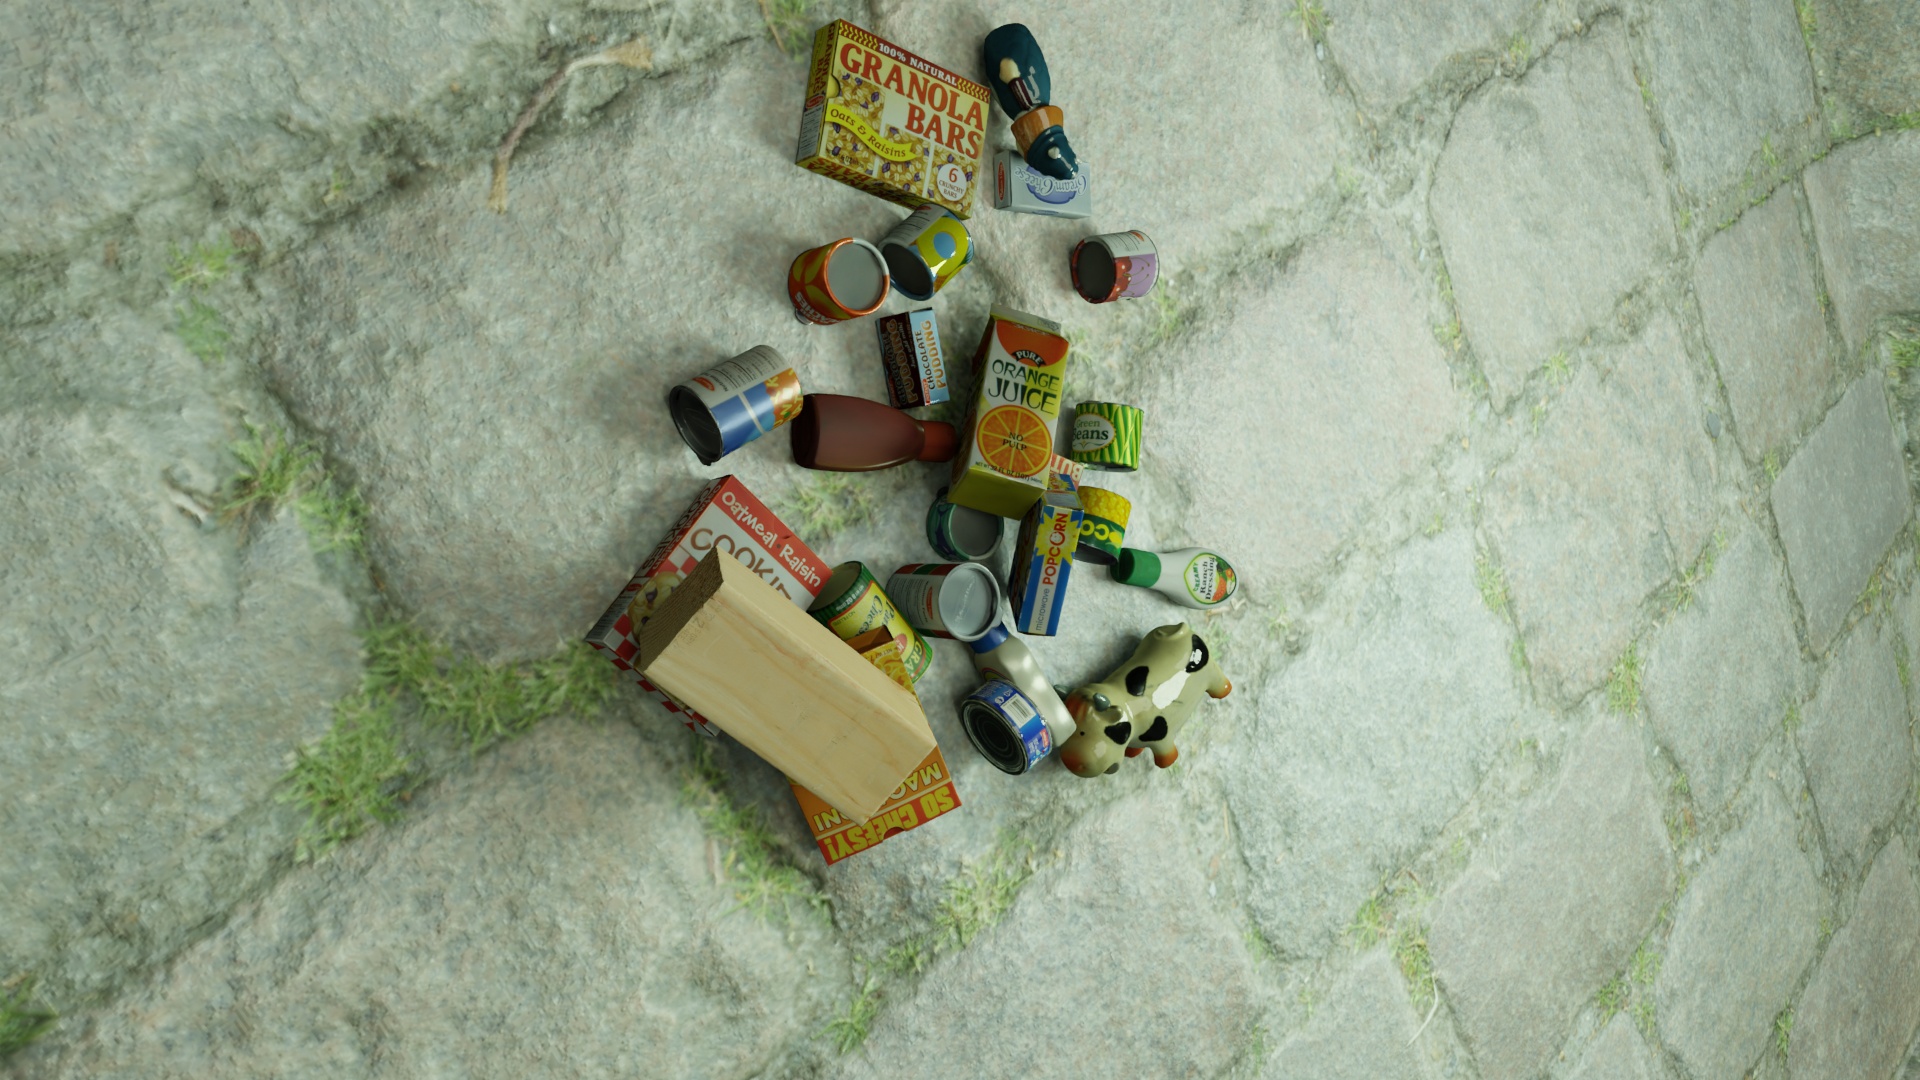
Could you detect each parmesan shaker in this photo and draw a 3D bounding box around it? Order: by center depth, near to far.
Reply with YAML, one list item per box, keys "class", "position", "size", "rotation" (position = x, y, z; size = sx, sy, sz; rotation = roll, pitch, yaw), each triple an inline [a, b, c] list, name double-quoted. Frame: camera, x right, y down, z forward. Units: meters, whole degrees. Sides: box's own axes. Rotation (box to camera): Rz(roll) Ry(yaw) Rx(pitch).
- class: "parmesan shaker"
  position: [-0.081, 0.077, 1.166]
  size: [0.071, 0.071, 0.103]
  rotation: [-50, 116, -26]

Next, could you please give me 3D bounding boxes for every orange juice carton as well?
- class: "orange juice carton"
  position: [0.045, -0.123, 1.236]
  size: [0.072, 0.072, 0.193]
  rotation: [15, 65, -11]

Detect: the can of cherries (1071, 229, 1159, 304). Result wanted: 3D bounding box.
- class: "can of cherries"
  position: [0.149, -0.262, 1.347]
  size: [0.058, 0.071, 0.071]
  rotation: [-16, 99, -36]

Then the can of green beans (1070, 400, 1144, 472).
- class: "can of green beans"
  position: [0.141, -0.099, 1.335]
  size: [0.071, 0.071, 0.058]
  rotation: [10, 83, -36]

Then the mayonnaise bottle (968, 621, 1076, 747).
- class: "mayonnaise bottle"
  position: [0.046, 0.122, 1.265]
  size: [0.041, 0.064, 0.147]
  rotation: [-41, 108, -28]

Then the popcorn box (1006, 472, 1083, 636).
- class: "popcorn box"
  position: [0.074, 0.012, 1.242]
  size: [0.038, 0.085, 0.126]
  rotation: [8, 112, -7]

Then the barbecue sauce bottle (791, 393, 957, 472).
- class: "barbecue sauce bottle"
  position: [-0.071, -0.089, 1.191]
  size: [0.149, 0.043, 0.065]
  rotation: [2, 88, -37]

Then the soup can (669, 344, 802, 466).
- class: "soup can"
  position: [-0.177, -0.107, 1.100]
  size: [0.084, 0.071, 0.071]
  rotation: [-34, 109, -33]

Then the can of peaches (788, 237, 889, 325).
- class: "can of peaches"
  position: [-0.102, -0.214, 1.161]
  size: [0.071, 0.058, 0.071]
  rotation: [1, 88, -37]

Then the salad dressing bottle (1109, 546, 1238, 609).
- class: "salad dressing bottle"
  position: [0.216, 0.034, 1.402]
  size: [0.148, 0.044, 0.064]
  rotation: [9, 85, -36]

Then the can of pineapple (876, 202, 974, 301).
- class: "can of pineapple"
  position: [-0.030, -0.250, 1.211]
  size: [0.058, 0.071, 0.071]
  rotation: [-48, 116, -27]

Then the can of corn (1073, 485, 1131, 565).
- class: "can of corn"
  position: [0.124, -0.015, 1.319]
  size: [0.071, 0.071, 0.058]
  rotation: [25, 74, -34]

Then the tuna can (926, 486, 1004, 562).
- class: "tuna can"
  position: [0.004, -0.016, 1.252]
  size: [0.071, 0.033, 0.071]
  rotation: [0, 89, -37]

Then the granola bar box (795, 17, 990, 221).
- class: "granola bar box"
  position: [-0.055, -0.362, 1.212]
  size: [0.166, 0.039, 0.124]
  rotation: [13, 81, -36]

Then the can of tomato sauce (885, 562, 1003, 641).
- class: "can of tomato sauce"
  position: [-0.015, 0.052, 1.205]
  size: [0.071, 0.083, 0.071]
  rotation: [1, 89, -37]

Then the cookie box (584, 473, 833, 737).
- class: "cookie box"
  position: [-0.194, 0.050, 1.097]
  size: [0.122, 0.040, 0.168]
  rotation: [46, 64, -26]

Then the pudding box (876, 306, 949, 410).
- class: "pudding box"
  position: [-0.042, -0.158, 1.210]
  size: [0.030, 0.049, 0.083]
  rotation: [-15, 99, -38]

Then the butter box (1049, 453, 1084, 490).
- class: "butter box"
  position: [0.061, -0.062, 1.284]
  size: [0.103, 0.024, 0.053]
  rotation: [23, 75, -17]

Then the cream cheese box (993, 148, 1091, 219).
- class: "cream cheese box"
  position: [0.080, -0.337, 1.321]
  size: [0.104, 0.024, 0.053]
  rotation: [-3, 91, -37]

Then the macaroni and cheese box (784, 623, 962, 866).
- class: "macaroni and cheese box"
  position: [-0.085, 0.169, 1.136]
  size: [0.124, 0.040, 0.166]
  rotation: [-23, 111, -6]
